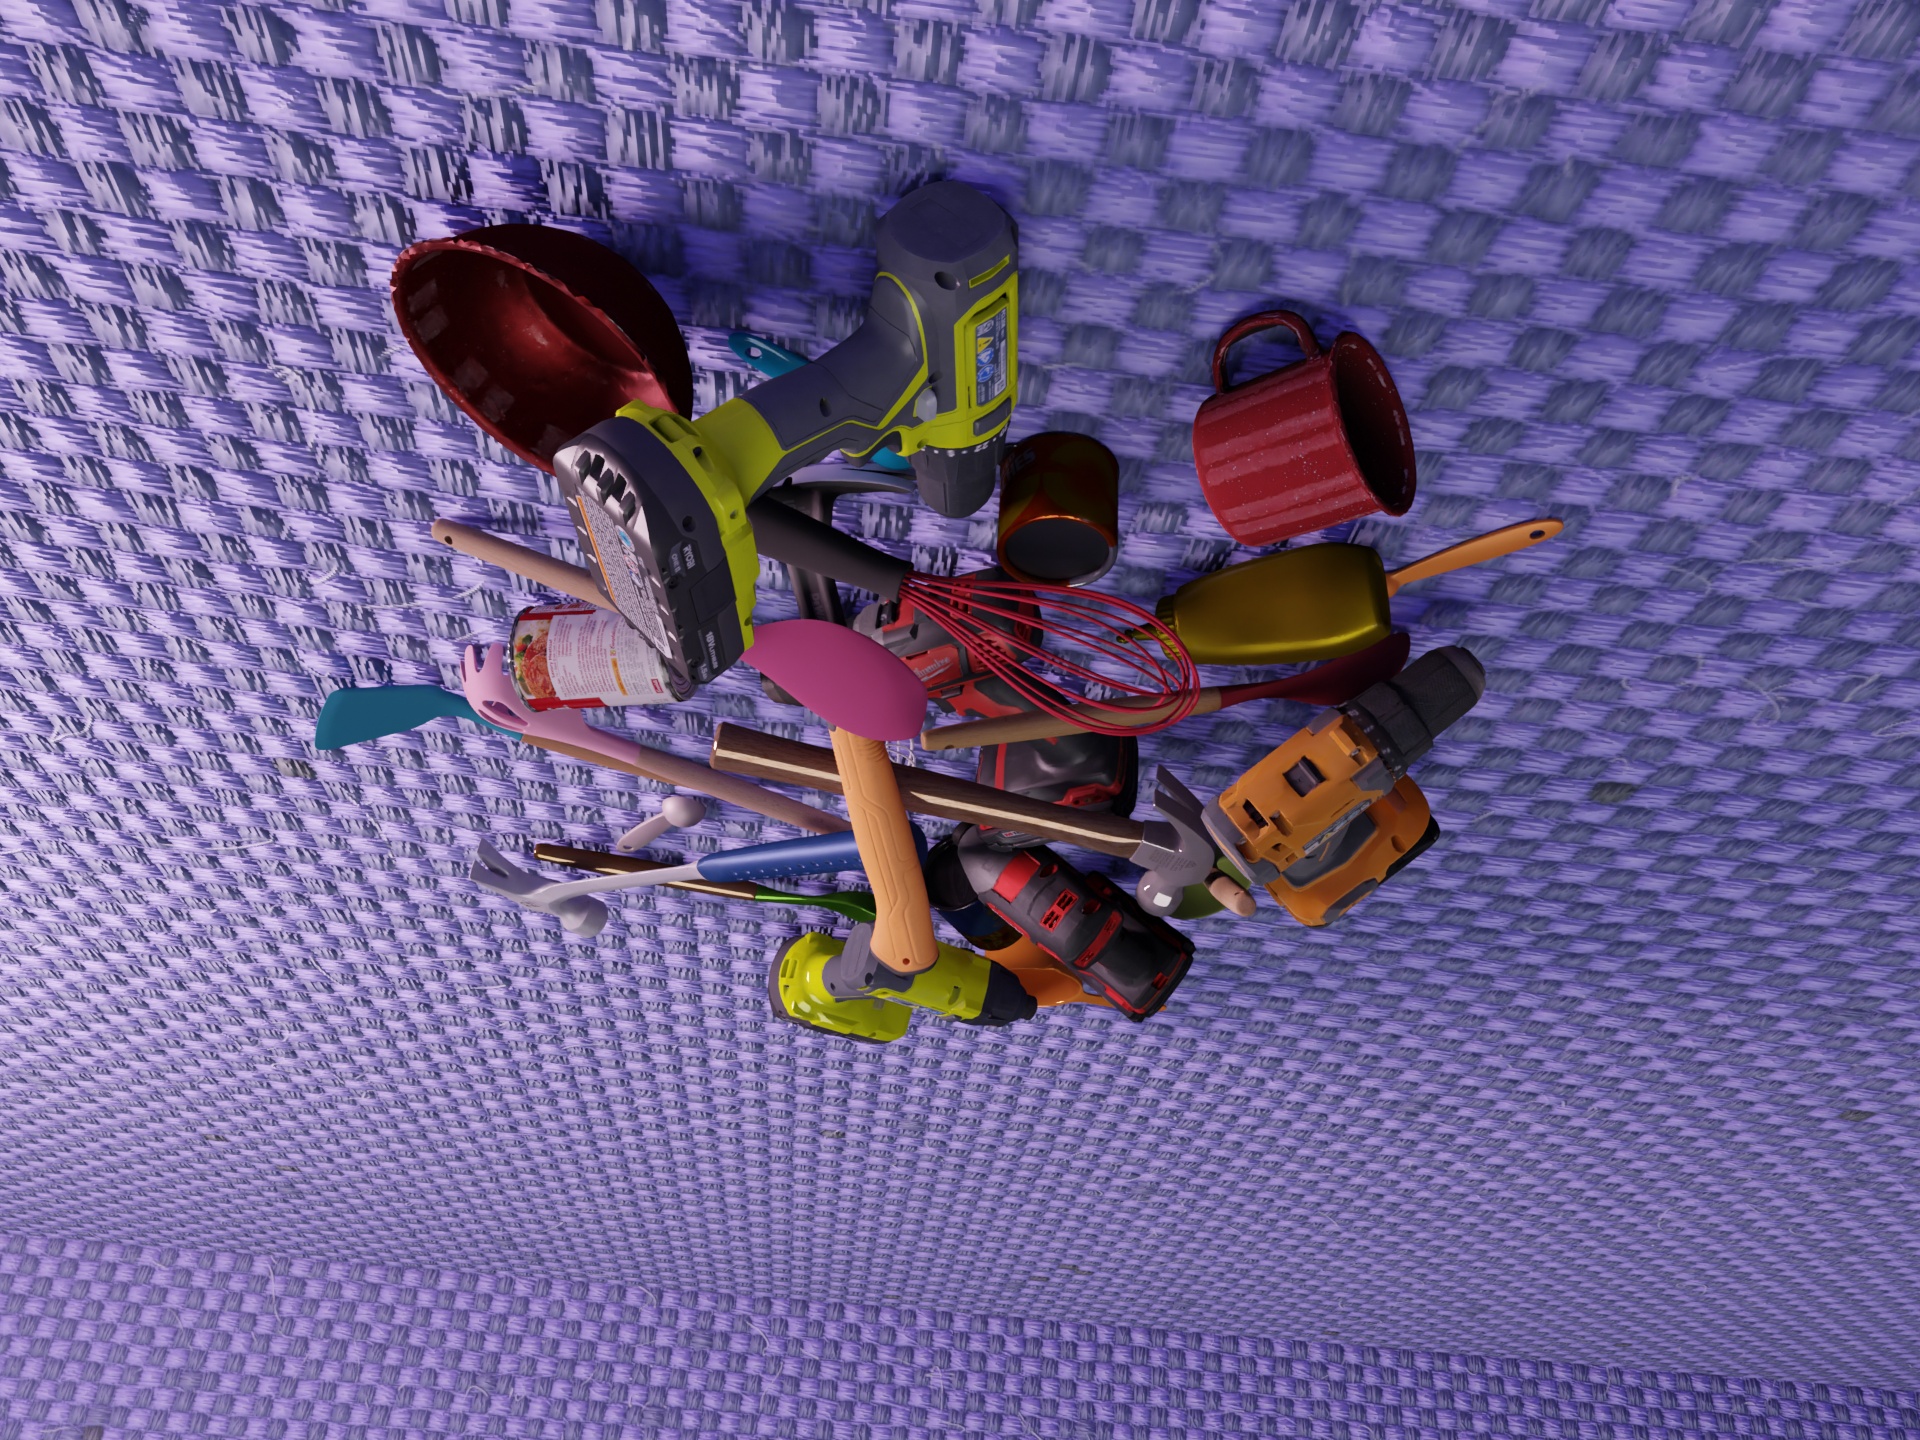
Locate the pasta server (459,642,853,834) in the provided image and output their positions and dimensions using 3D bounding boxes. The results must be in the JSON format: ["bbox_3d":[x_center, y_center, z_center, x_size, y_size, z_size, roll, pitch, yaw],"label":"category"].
[{"bbox_3d":[-0.199,0.027,1.112,0.316,0.040,0.060,22,144,-20],"label":"pasta server"}]

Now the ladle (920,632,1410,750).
[{"bbox_3d":[0.130,-0.011,0.954,0.315,0.031,0.069,-9,156,-13],"label":"ladle"}]

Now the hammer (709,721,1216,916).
[{"bbox_3d":[0.005,0.051,1.018,0.331,0.031,0.130,13,143,-7],"label":"hammer"}]

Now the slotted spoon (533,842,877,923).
[{"bbox_3d":[-0.195,0.137,1.318,0.313,0.031,0.070,12,165,-11],"label":"slotted spoon"}]

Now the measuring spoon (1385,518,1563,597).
[{"bbox_3d":[0.289,-0.091,0.915,0.117,0.011,0.021,-19,141,32],"label":"measuring spoon"}]

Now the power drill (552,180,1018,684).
[{"bbox_3d":[-0.063,-0.121,0.746,0.080,0.228,0.190,42,157,24],"label":"power drill"}]

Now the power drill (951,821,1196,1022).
[{"bbox_3d":[0.081,0.143,1.184,0.143,0.078,0.219,36,178,33],"label":"power drill"}]

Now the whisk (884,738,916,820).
[{"bbox_3d":[-0.052,0.069,1.183,0.058,0.059,0.246,-34,155,-13],"label":"whisk"}]

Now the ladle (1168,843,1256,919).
[{"bbox_3d":[0.180,0.122,1.098,0.078,0.062,0.320,-21,179,2],"label":"ladle"}]

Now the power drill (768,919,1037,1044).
[{"bbox_3d":[-0.054,0.226,1.350,0.171,0.080,0.223,22,158,-26],"label":"power drill"}]

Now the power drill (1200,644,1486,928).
[{"bbox_3d":[0.253,0.044,1.012,0.185,0.084,0.226,-39,156,4],"label":"power drill"}]

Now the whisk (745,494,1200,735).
[{"bbox_3d":[-0.011,-0.067,0.847,0.296,0.073,0.073,22,148,7],"label":"whisk"}]

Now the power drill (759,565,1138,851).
[{"bbox_3d":[-0.002,-0.003,1.033,0.188,0.080,0.226,-14,141,27],"label":"power drill"}]

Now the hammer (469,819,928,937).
[{"bbox_3d":[-0.201,0.112,1.196,0.405,0.035,0.143,-11,148,35],"label":"hammer"}]

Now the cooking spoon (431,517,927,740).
[{"bbox_3d":[-0.166,-0.059,0.913,0.319,0.017,0.068,21,128,12],"label":"cooking spoon"}]

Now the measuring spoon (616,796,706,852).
[{"bbox_3d":[-0.241,0.089,1.258,0.034,0.018,0.124,24,144,-30],"label":"measuring spoon"}]

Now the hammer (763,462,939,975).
[{"bbox_3d":[-0.054,0.010,0.948,0.127,0.034,0.336,-6,117,14],"label":"hammer"}]

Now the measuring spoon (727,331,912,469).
[{"bbox_3d":[-0.067,-0.163,0.829,0.128,0.021,0.042,25,142,-32],"label":"measuring spoon"}]

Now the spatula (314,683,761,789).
[{"bbox_3d":[-0.289,0.024,1.137,0.317,0.044,0.082,16,143,-21],"label":"spatula"}]

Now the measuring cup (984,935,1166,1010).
[{"bbox_3d":[0.103,0.219,1.400,0.173,0.052,0.095,13,147,-17],"label":"measuring cup"}]
